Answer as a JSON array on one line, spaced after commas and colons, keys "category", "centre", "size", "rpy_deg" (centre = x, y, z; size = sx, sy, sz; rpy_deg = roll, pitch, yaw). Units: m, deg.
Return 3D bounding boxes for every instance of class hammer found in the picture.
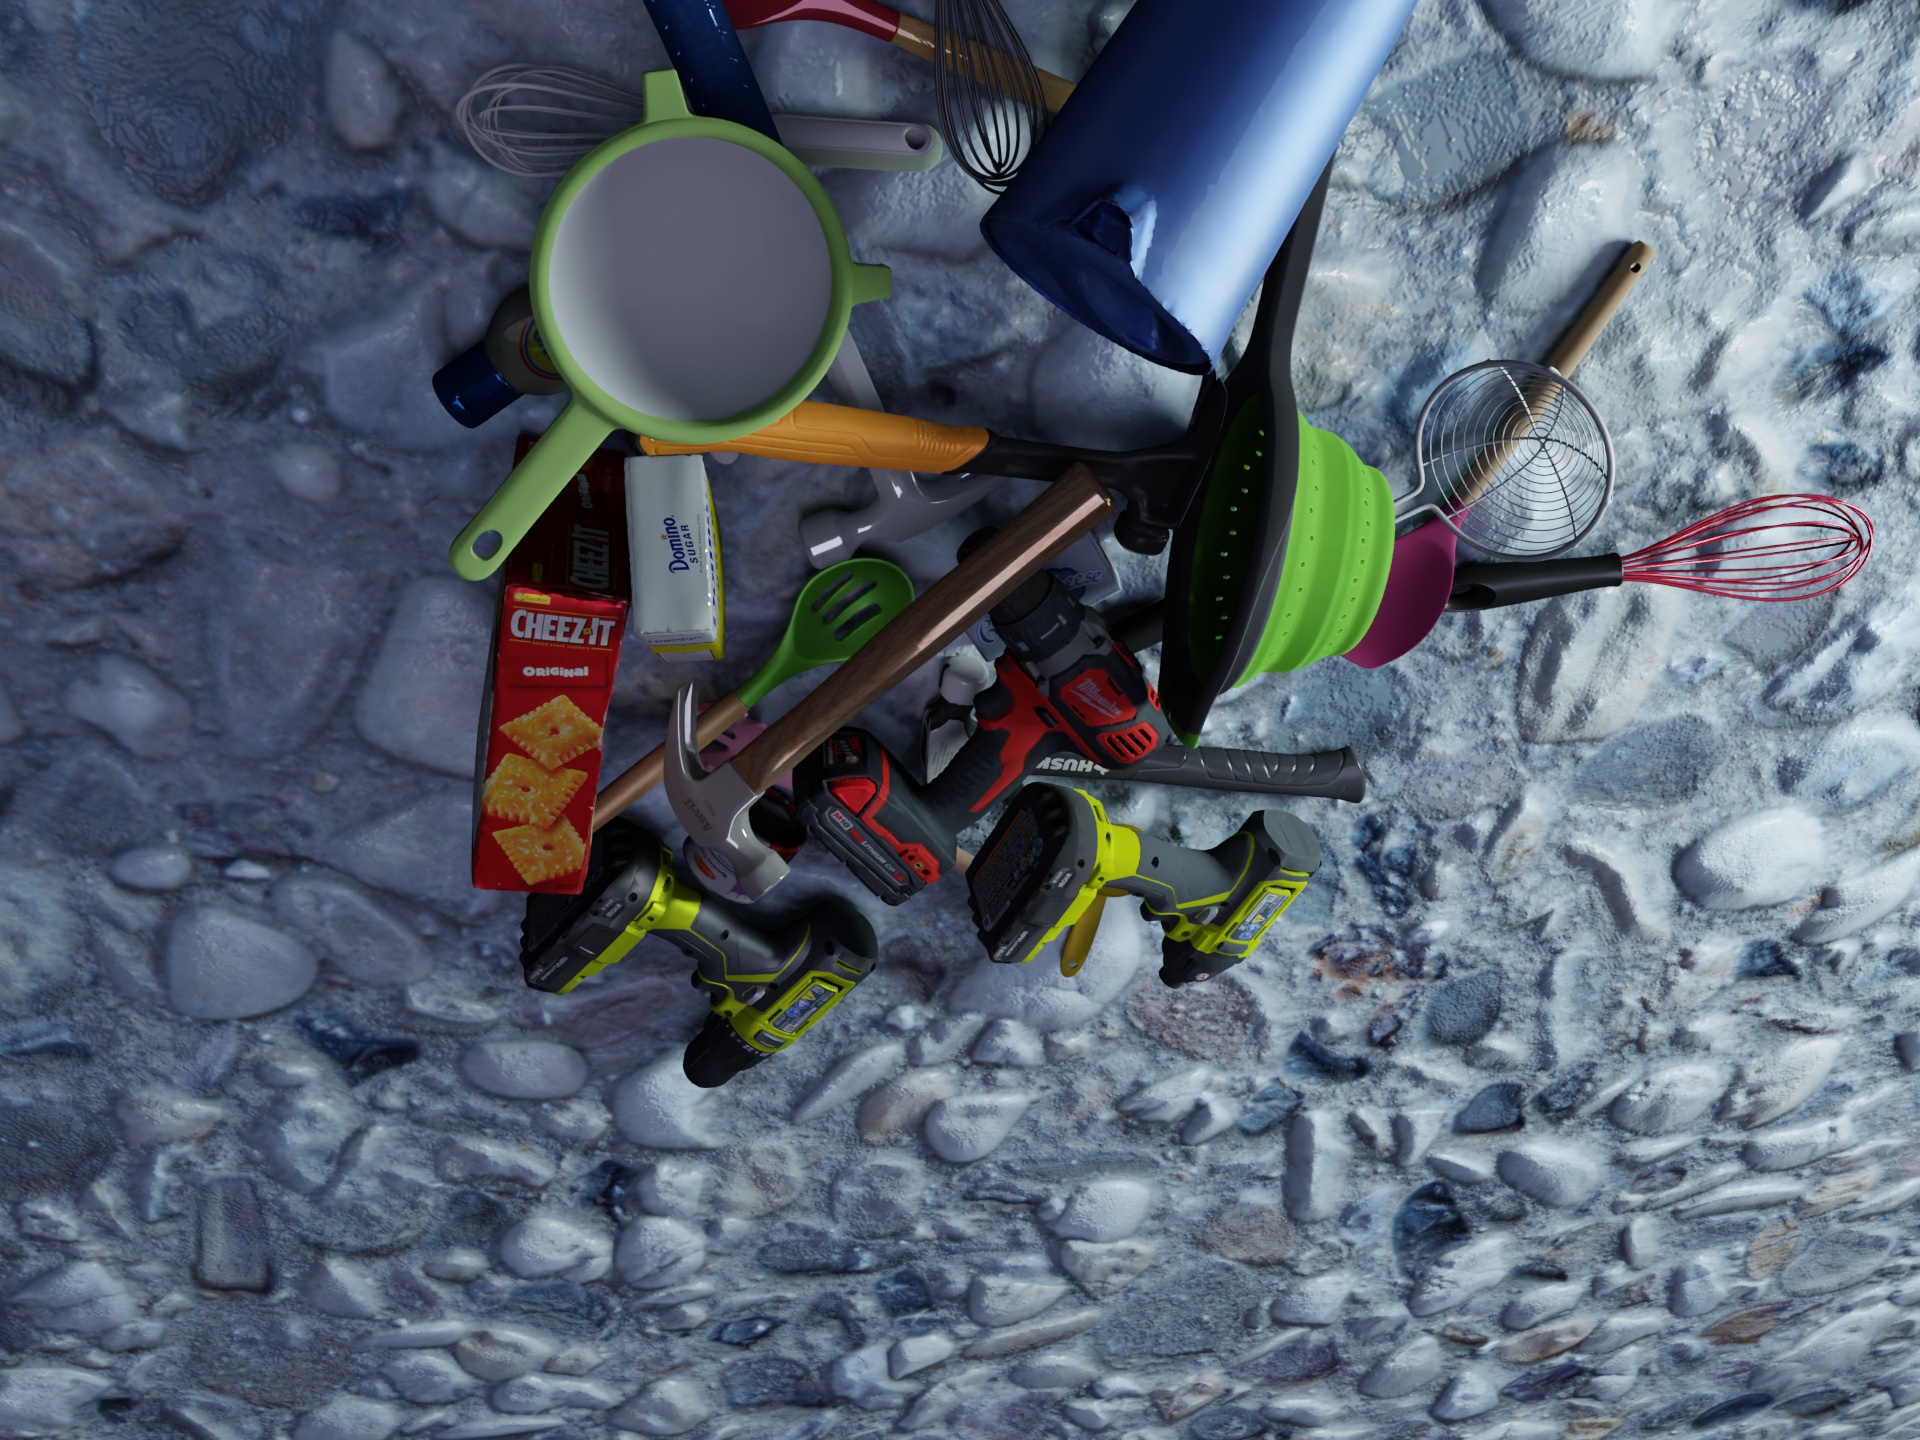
[{"category": "hammer", "centre": [-0.081, -0.245, 0.831], "size": [0.144, 0.035, 0.405], "rpy_deg": [-20, 138, 5]}, {"category": "hammer", "centre": [0.133, 0.035, 1.129], "size": [0.334, 0.035, 0.146], "rpy_deg": [5, 126, -14]}, {"category": "hammer", "centre": [-0.017, -0.159, 0.890], "size": [0.336, 0.034, 0.127], "rpy_deg": [2, 136, -19]}, {"category": "hammer", "centre": [-0.047, -0.037, 0.940], "size": [0.331, 0.031, 0.130], "rpy_deg": [-39, 92, 17]}]

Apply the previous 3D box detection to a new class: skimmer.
[{"category": "skimmer", "centre": [0.219, -0.103, 0.995], "size": [0.363, 0.090, 0.127], "rpy_deg": [-25, 97, 14]}]

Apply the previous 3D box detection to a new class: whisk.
[{"category": "whisk", "centre": [-0.004, -0.372, 0.759], "size": [0.055, 0.055, 0.238], "rpy_deg": [-16, 116, 2]}, {"category": "whisk", "centre": [-0.128, -0.300, 0.811], "size": [0.246, 0.058, 0.059], "rpy_deg": [-2, 170, -15]}, {"category": "whisk", "centre": [0.461, -0.105, 1.069], "size": [0.296, 0.073, 0.073], "rpy_deg": [-8, 129, 4]}]

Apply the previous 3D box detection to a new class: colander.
[{"category": "colander", "centre": [0.202, -0.175, 0.894], "size": [0.094, 0.205, 0.397], "rpy_deg": [9, 107, -6]}]

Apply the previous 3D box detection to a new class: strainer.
[{"category": "strainer", "centre": [-0.166, -0.176, 0.773], "size": [0.151, 0.069, 0.256], "rpy_deg": [36, 103, -31]}]

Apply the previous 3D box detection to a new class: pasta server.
[{"category": "pasta server", "centre": [-0.071, 0.065, 1.112], "size": [0.316, 0.040, 0.060], "rpy_deg": [30, 99, -30]}]

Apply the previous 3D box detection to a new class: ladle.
[{"category": "ladle", "centre": [-0.009, -0.344, 0.810], "size": [0.315, 0.031, 0.069], "rpy_deg": [14, 118, -22]}]

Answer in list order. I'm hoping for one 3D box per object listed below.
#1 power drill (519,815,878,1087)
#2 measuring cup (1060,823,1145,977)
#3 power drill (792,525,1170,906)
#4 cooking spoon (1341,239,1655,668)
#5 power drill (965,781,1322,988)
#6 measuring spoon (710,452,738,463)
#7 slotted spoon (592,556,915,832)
[{"category": "power drill", "centre": [-0.199, 0.178, 1.153], "size": [0.228, 0.080, 0.190], "rpy_deg": [32, 116, -33]}, {"category": "measuring cup", "centre": [0.105, 0.147, 1.212], "size": [0.062, 0.029, 0.156], "rpy_deg": [6, 124, -15]}, {"category": "power drill", "centre": [-0.002, -0.003, 1.008], "size": [0.226, 0.080, 0.187], "rpy_deg": [-34, 120, 15]}, {"category": "cooking spoon", "centre": [0.337, -0.162, 1.020], "size": [0.068, 0.017, 0.318], "rpy_deg": [29, 119, -3]}, {"category": "power drill", "centre": [0.125, 0.126, 1.134], "size": [0.223, 0.080, 0.171], "rpy_deg": [12, 130, -27]}, {"category": "measuring spoon", "centre": [-0.142, -0.187, 0.897], "size": [0.034, 0.018, 0.124], "rpy_deg": [-12, 153, -4]}, {"category": "slotted spoon", "centre": [-0.160, 0.001, 1.007], "size": [0.314, 0.031, 0.070], "rpy_deg": [-38, 122, 0]}]
